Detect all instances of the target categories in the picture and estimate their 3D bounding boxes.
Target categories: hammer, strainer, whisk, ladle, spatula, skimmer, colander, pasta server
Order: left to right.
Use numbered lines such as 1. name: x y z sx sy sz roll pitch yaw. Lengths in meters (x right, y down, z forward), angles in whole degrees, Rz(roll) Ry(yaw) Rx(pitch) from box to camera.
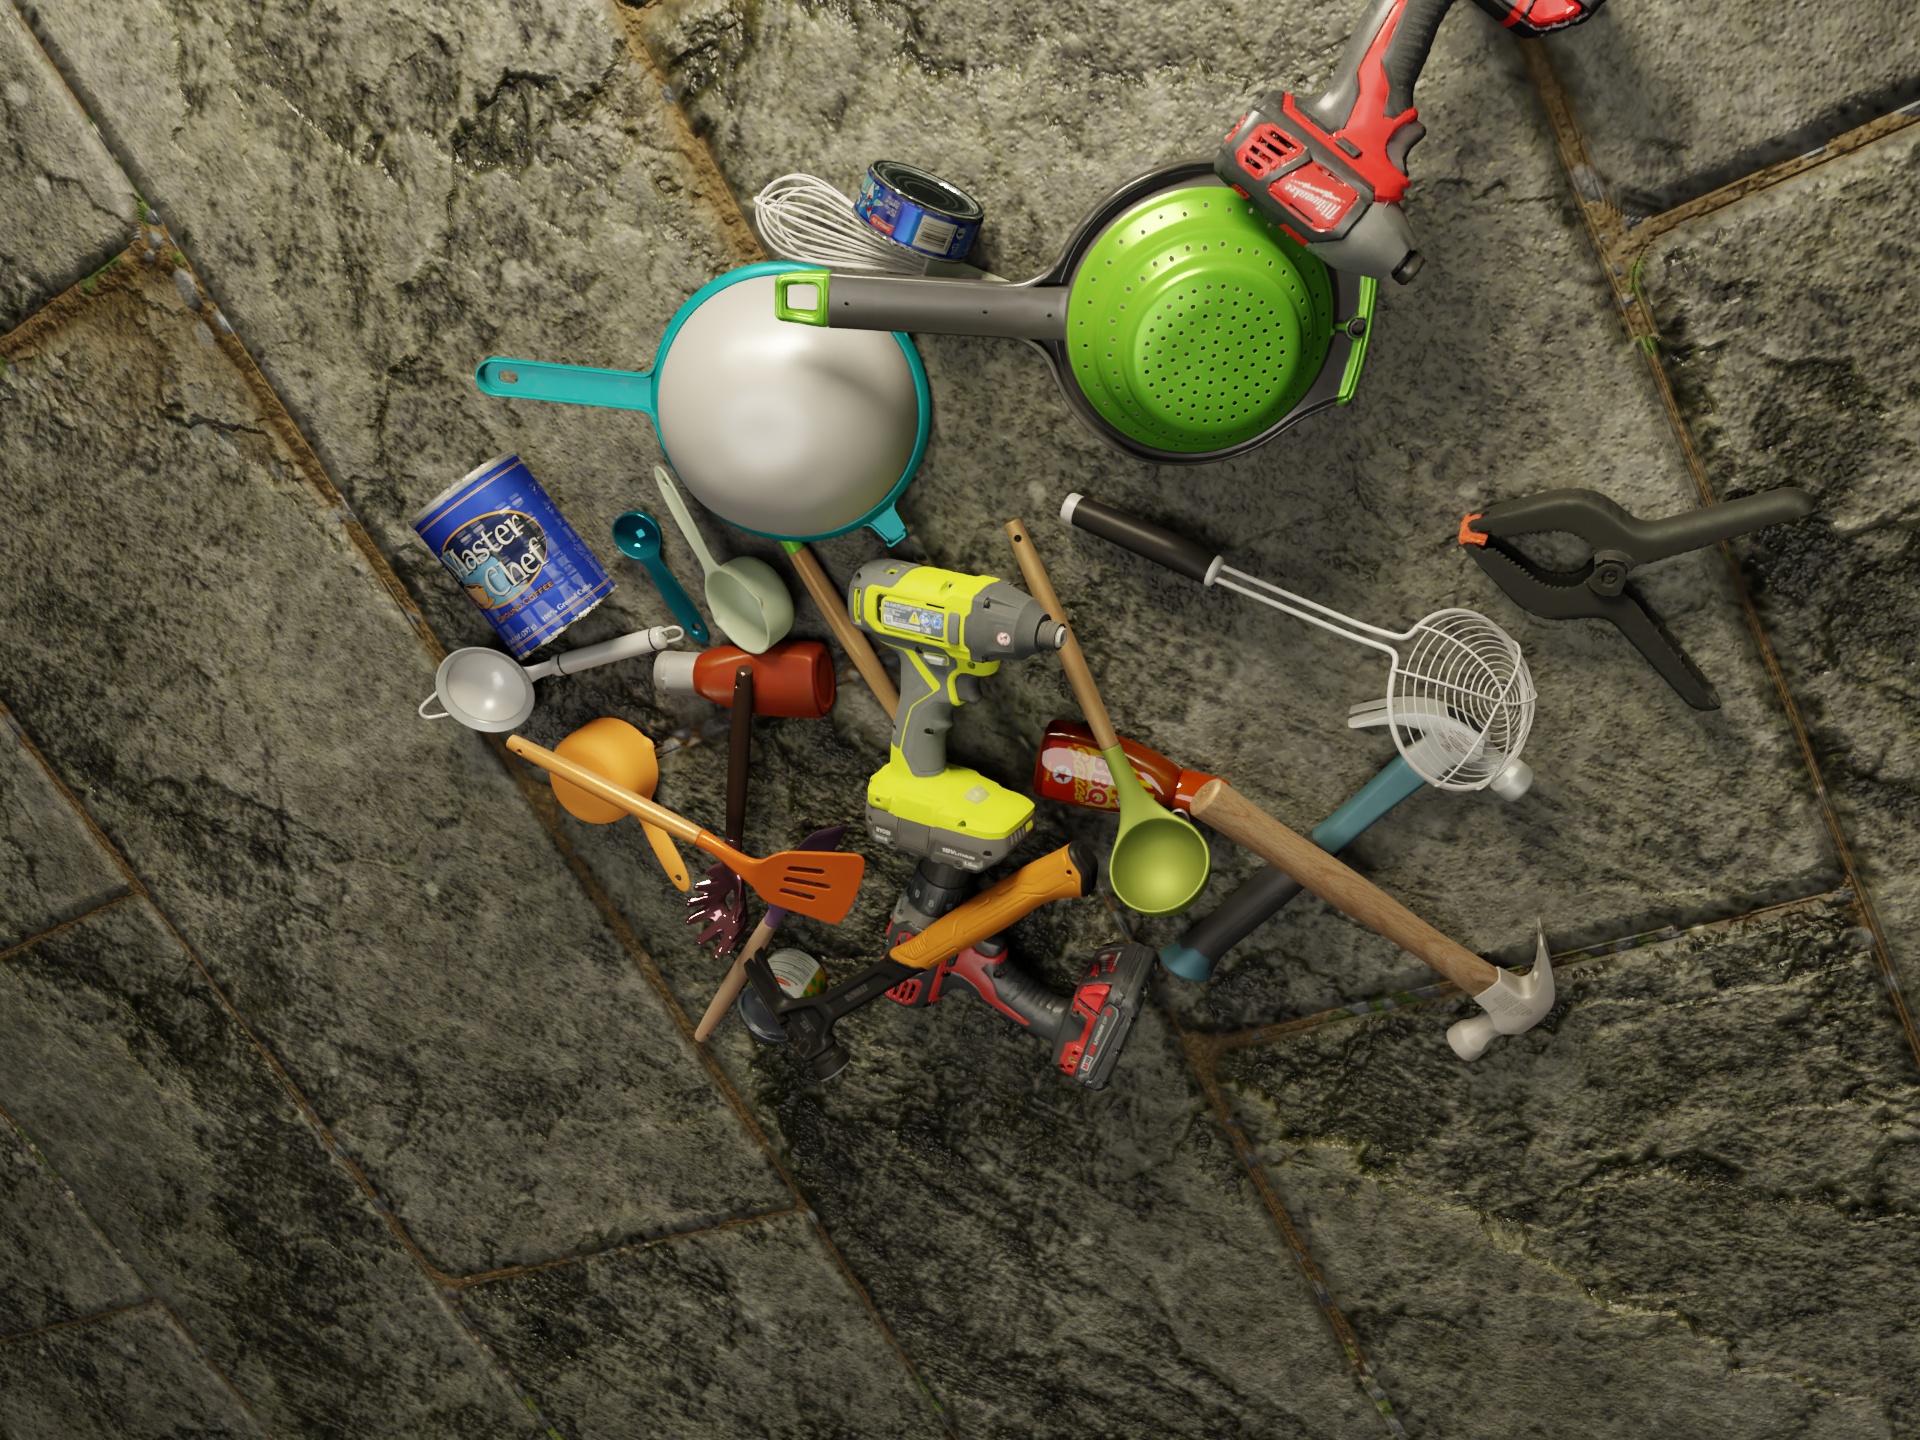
1. strainer: -0.350 -0.046 1.370 0.258 0.050 0.086 -13 121 18
2. spatula: -0.237 0.084 1.343 0.322 0.041 0.081 26 124 7
3. strainer: -0.194 -0.225 1.152 0.340 0.095 0.211 6 115 2
4. pasta server: -0.198 0.082 1.361 0.060 0.040 0.316 34 135 26
5. spatula: -0.183 0.199 1.443 0.018 0.059 0.315 52 131 24
6. whisk: -0.030 -0.319 1.113 0.246 0.059 0.057 22 111 1
7. hammer: -0.030 0.180 1.309 0.337 0.034 0.127 -33 94 27
8. colander: 0.076 -0.252 1.022 0.397 0.095 0.204 3 119 -1
9. ladle: 0.102 -0.003 1.195 0.078 0.062 0.320 -23 93 10
10. skimmer: 0.237 -0.070 1.147 0.363 0.127 0.090 26 165 17
11. hammer: 0.276 0.104 1.239 0.128 0.033 0.331 39 122 -5
12. hammer: 0.316 0.142 1.212 0.331 0.031 0.130 33 125 -12

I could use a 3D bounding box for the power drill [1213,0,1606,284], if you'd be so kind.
1. power drill: 0.270 -0.374 0.939 0.143 0.078 0.219 38 111 -4

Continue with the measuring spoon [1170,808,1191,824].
1. measuring spoon: 0.174 0.107 1.266 0.034 0.018 0.124 9 138 13

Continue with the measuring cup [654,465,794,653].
1. measuring cup: -0.187 -0.134 1.262 0.083 0.038 0.167 -17 105 57

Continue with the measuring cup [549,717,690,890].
1. measuring cup: -0.295 0.083 1.395 0.095 0.052 0.173 -28 94 28

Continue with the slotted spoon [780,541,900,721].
1. slotted spoon: -0.118 -0.113 1.263 0.070 0.031 0.313 -23 109 28

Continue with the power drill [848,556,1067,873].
1. power drill: -0.002 -0.004 1.223 0.171 0.080 0.223 15 118 26

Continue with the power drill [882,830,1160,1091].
1. power drill: 0.049 0.193 1.341 0.227 0.080 0.187 23 121 10

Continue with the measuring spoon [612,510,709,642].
1. measuring spoon: -0.241 -0.120 1.311 0.042 0.021 0.128 -17 119 25
